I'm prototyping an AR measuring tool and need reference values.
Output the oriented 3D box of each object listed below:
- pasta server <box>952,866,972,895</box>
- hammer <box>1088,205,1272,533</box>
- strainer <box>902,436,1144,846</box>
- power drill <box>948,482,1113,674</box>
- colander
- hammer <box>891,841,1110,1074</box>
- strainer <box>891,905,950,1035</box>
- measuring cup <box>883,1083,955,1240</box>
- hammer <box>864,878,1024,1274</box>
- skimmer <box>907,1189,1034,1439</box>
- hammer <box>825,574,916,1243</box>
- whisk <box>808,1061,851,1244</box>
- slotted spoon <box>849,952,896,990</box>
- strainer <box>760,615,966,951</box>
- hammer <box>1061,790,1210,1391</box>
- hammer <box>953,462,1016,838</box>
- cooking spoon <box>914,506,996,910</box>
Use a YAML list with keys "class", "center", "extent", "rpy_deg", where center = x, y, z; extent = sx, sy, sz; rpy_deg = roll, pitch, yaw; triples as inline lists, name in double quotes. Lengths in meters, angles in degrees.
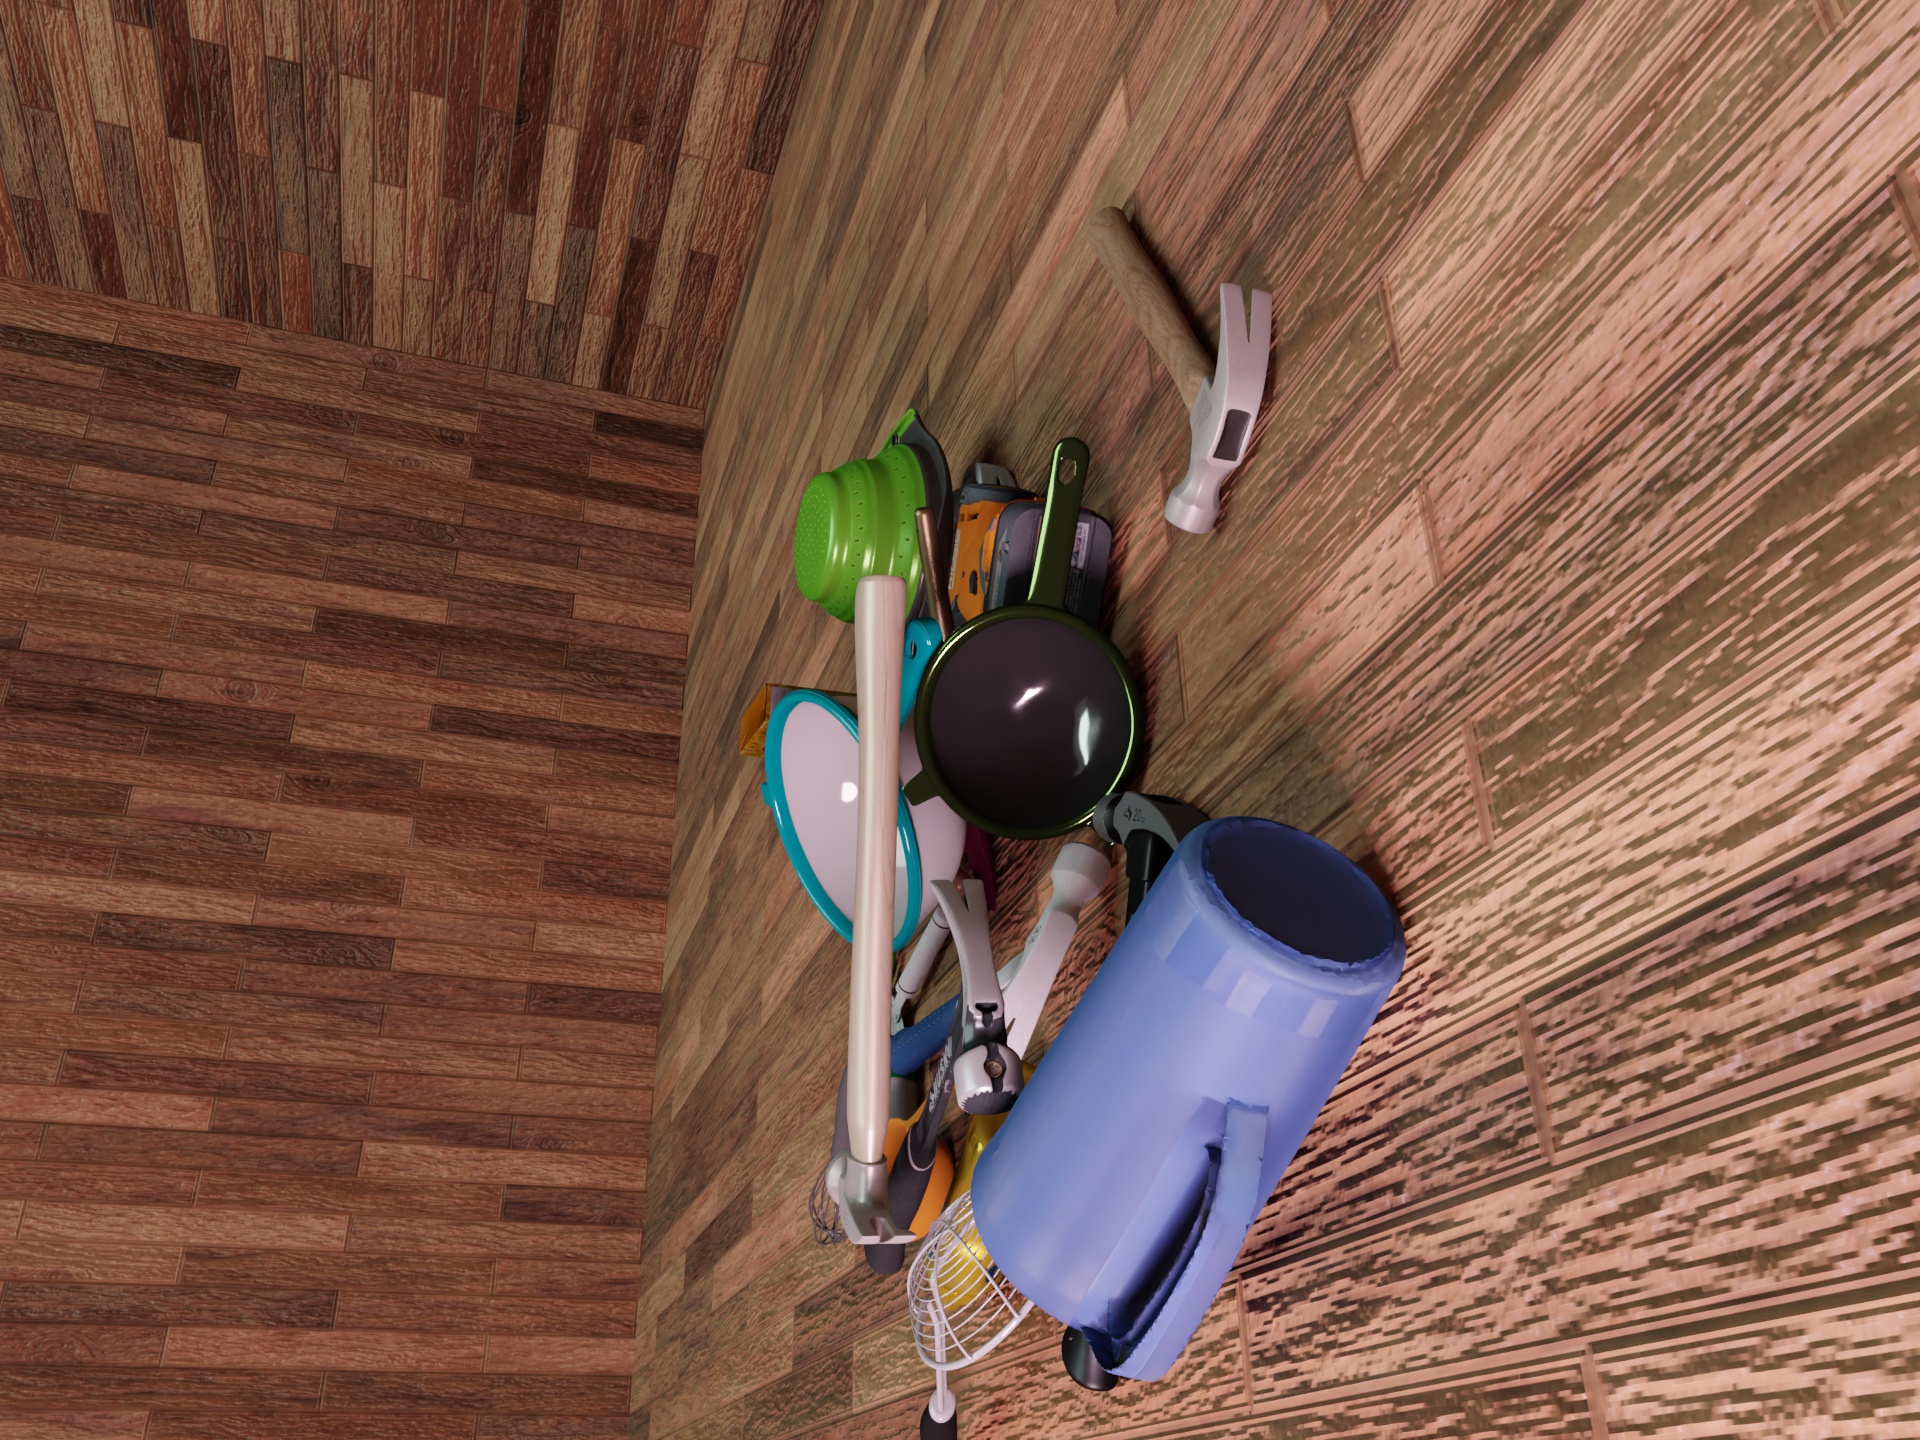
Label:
- class: "pasta server"
  center: [-0.051, 0.101, 1.373]
  extent: [0.316, 0.040, 0.060]
  rpy_deg: [-148, 57, -66]
- class: "hammer"
  center: [0.130, -0.259, 1.020]
  extent: [0.332, 0.031, 0.130]
  rpy_deg: [-103, 26, -52]
- class: "strainer"
  center: [0.058, -0.051, 1.030]
  extent: [0.069, 0.151, 0.256]
  rpy_deg: [1, -81, -72]
- class: "power drill"
  center: [0.038, -0.089, 1.169]
  extent: [0.226, 0.084, 0.164]
  rpy_deg: [-139, 56, -75]
- class: "colander"
  center: [-0.078, -0.080, 1.346]
  extent: [0.204, 0.094, 0.397]
  rpy_deg: [135, 134, -57]
- class: "hammer"
  center: [0.004, 0.210, 1.154]
  extent: [0.144, 0.035, 0.405]
  rpy_deg: [-63, 3, -26]
- class: "strainer"
  center: [-0.051, 0.235, 1.383]
  extent: [0.087, 0.050, 0.258]
  rpy_deg: [63, 141, 37]
- class: "measuring cup"
  center: [-0.020, 0.328, 1.230]
  extent: [0.173, 0.052, 0.095]
  rpy_deg: [-54, 22, 14]
- class: "hammer"
  center: [-0.023, 0.256, 1.010]
  extent: [0.408, 0.036, 0.149]
  rpy_deg: [105, 162, -50]
- class: "skimmer"
  center: [0.015, 0.415, 1.009]
  extent: [0.127, 0.090, 0.363]
  rpy_deg: [-61, -21, -46]
- class: "hammer"
  center: [-0.052, 0.113, 0.997]
  extent: [0.146, 0.038, 0.411]
  rpy_deg: [167, 105, -77]
- class: "whisk"
  center: [-0.101, 0.384, 1.418]
  extent: [0.055, 0.055, 0.238]
  rpy_deg: [-106, 22, -54]
- class: "slotted spoon"
  center: [-0.044, 0.130, 1.428]
  extent: [0.070, 0.031, 0.313]
  rpy_deg: [-108, 32, -56]
- class: "strainer"
  center: [-0.041, 0.028, 1.174]
  extent: [0.211, 0.095, 0.340]
  rpy_deg: [55, 145, 23]
- class: "hammer"
  center: [0.096, 0.209, 0.904]
  extent: [0.146, 0.035, 0.335]
  rpy_deg: [180, 98, -74]
- class: "hammer"
  center: [0.010, -0.060, 1.327]
  extent: [0.128, 0.033, 0.331]
  rpy_deg: [140, 135, -68]
- class: "cooking spoon"
  center: [-0.002, -0.004, 1.189]
  extent: [0.069, 0.017, 0.318]
  rpy_deg: [-135, 33, -66]
